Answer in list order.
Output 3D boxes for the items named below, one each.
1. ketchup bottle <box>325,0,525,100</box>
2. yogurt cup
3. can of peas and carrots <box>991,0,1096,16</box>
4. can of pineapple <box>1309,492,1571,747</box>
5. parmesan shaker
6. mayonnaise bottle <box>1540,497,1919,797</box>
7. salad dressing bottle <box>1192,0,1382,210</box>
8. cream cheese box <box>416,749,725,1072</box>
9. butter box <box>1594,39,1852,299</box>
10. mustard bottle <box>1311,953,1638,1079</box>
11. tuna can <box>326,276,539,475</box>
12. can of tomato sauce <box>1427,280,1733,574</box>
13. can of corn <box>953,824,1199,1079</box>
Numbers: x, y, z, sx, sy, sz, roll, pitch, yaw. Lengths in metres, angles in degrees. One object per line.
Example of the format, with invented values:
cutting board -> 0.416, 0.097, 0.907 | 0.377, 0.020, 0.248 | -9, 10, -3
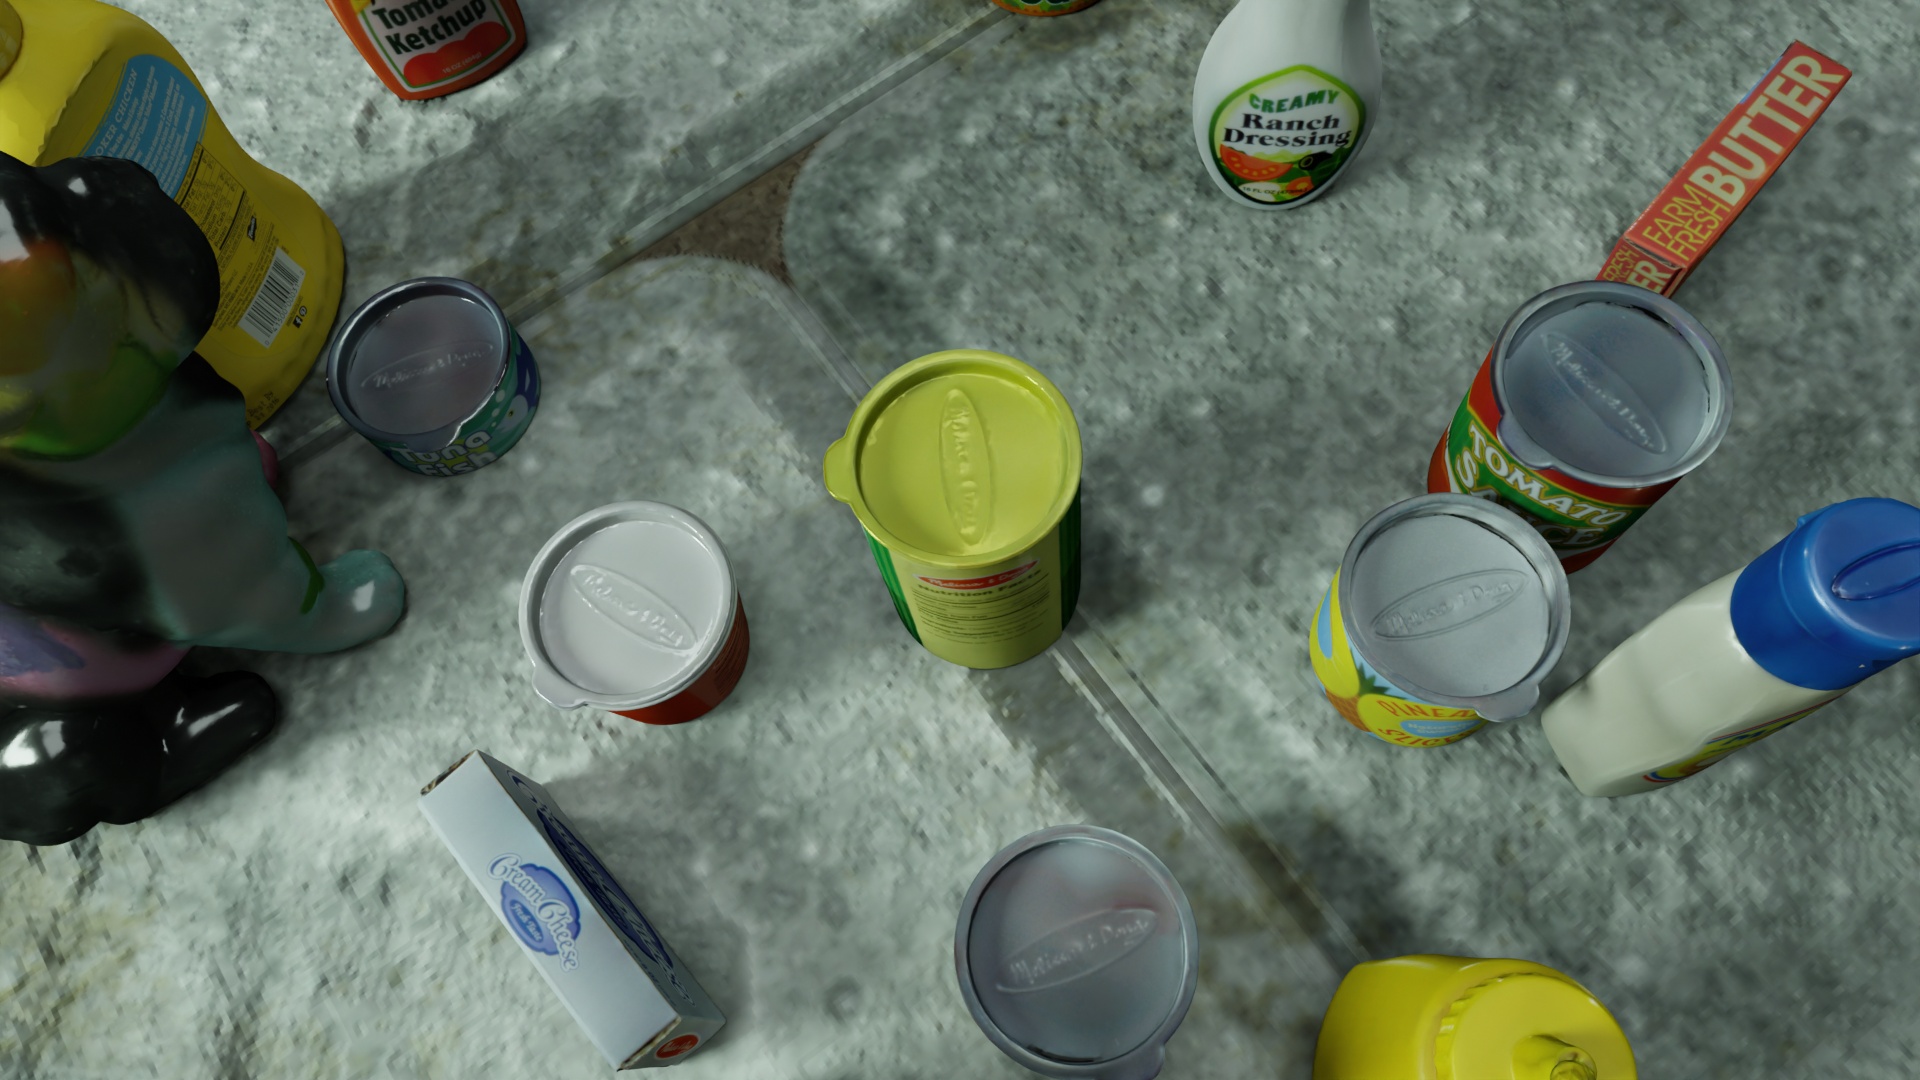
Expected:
ketchup bottle -> -0.214, -0.228, 0.506 | 0.065, 0.148, 0.043 | -29, 70, -7
yogurt cup -> -0.100, 0.027, 0.448 | 0.072, 0.053, 0.072 | -1, 69, 4
can of peas and carrots -> 0.034, -0.248, 0.543 | 0.071, 0.058, 0.071 | -1, 69, 4
can of pineapple -> 0.145, 0.028, 0.427 | 0.071, 0.057, 0.071 | -1, 69, 4
parmesan shaker -> 0.002, -0.005, 0.427 | 0.071, 0.102, 0.071 | -2, 69, 4
mayonnaise bottle -> 0.208, 0.033, 0.372 | 0.065, 0.147, 0.041 | -21, 69, -3
salad dressing bottle -> 0.112, -0.168, 0.458 | 0.064, 0.147, 0.044 | 3, 70, 6
cream cheese box -> -0.116, 0.112, 0.417 | 0.024, 0.053, 0.104 | -41, 71, -11
butter box -> 0.257, -0.118, 0.478 | 0.024, 0.053, 0.104 | 40, 77, 17
mustard bottle -> 0.127, 0.128, 0.335 | 0.065, 0.159, 0.049 | 21, 72, 12
tuna can -> -0.187, -0.056, 0.499 | 0.071, 0.032, 0.071 | -1, 69, 4
can of tomato sauce -> 0.187, -0.030, 0.433 | 0.071, 0.083, 0.071 | -1, 69, 4
can of corn -> 0.034, 0.122, 0.399 | 0.071, 0.058, 0.071 | -1, 69, 4
